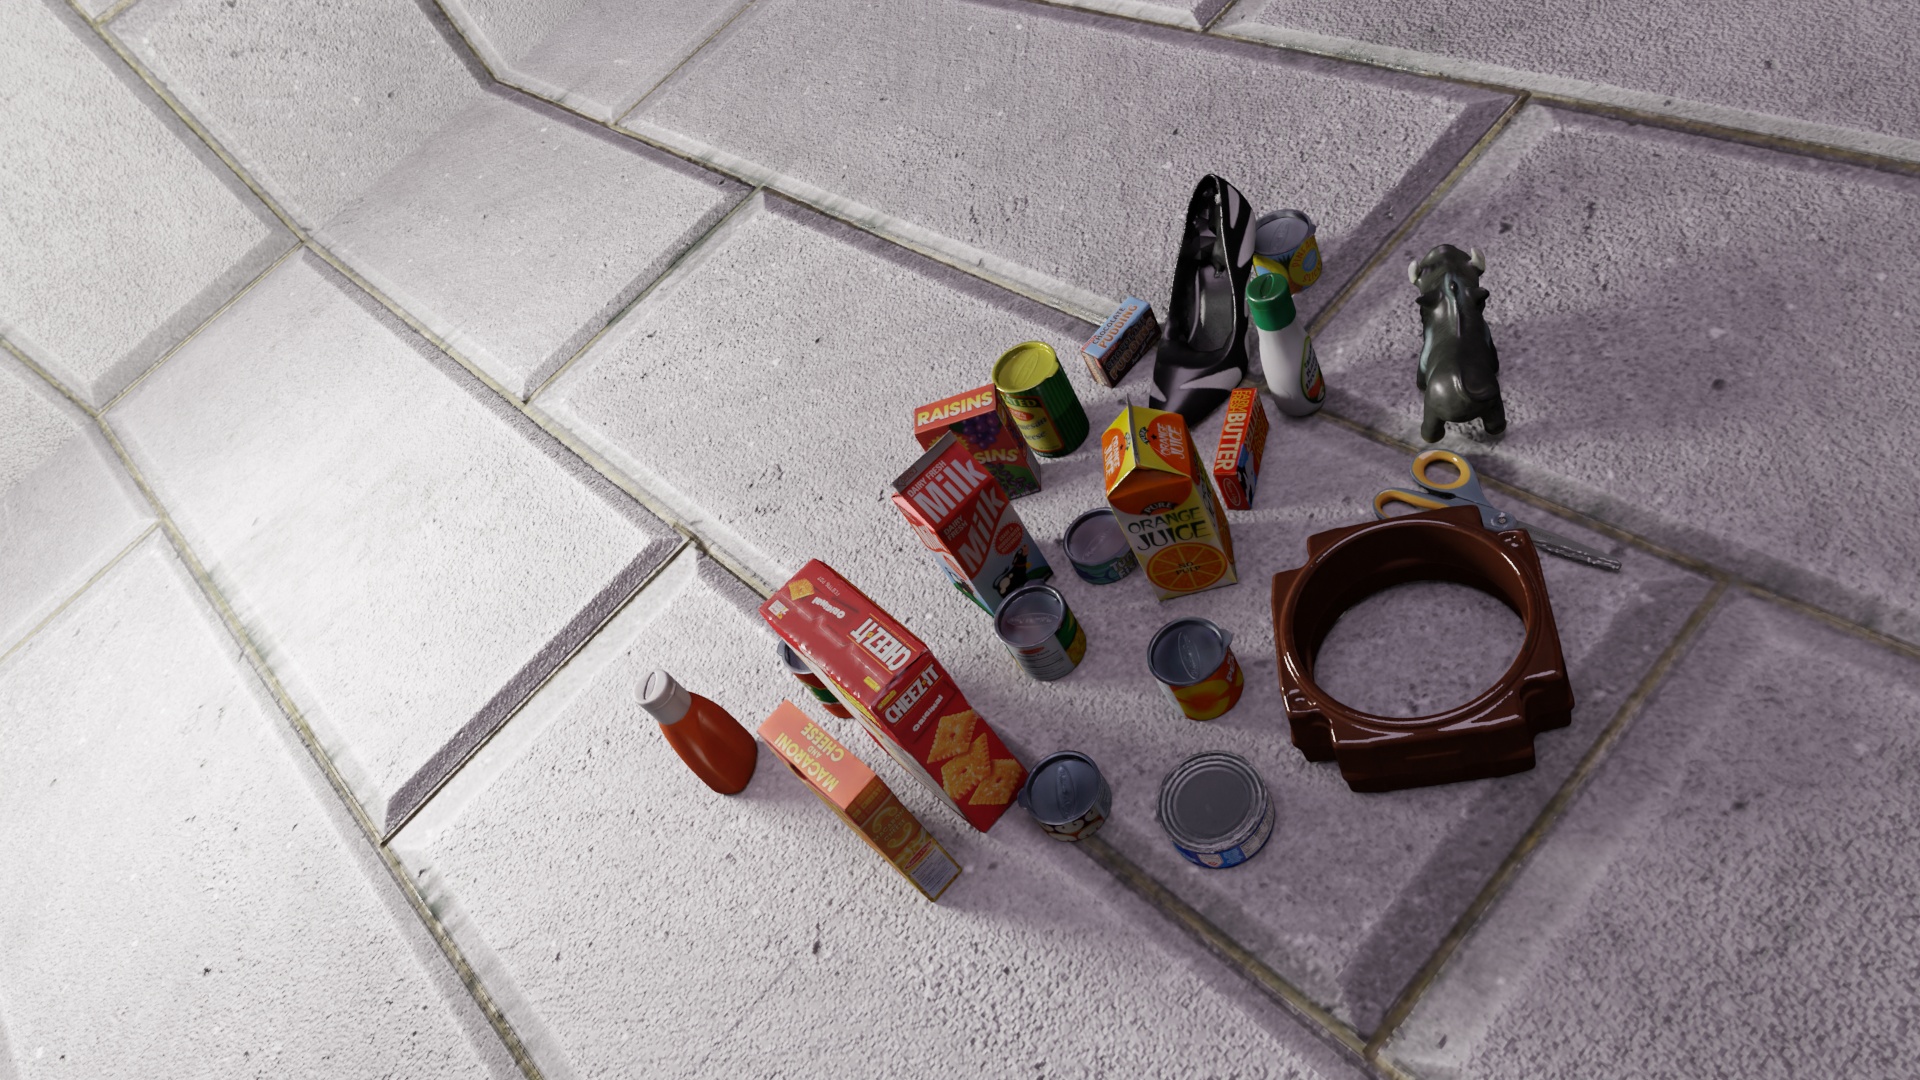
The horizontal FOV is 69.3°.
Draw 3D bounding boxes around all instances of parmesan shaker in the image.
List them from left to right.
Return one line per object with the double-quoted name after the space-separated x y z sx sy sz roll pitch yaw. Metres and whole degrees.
0.082 -0.136 1.358 0.071 0.102 0.072 -15 48 17 "parmesan shaker"

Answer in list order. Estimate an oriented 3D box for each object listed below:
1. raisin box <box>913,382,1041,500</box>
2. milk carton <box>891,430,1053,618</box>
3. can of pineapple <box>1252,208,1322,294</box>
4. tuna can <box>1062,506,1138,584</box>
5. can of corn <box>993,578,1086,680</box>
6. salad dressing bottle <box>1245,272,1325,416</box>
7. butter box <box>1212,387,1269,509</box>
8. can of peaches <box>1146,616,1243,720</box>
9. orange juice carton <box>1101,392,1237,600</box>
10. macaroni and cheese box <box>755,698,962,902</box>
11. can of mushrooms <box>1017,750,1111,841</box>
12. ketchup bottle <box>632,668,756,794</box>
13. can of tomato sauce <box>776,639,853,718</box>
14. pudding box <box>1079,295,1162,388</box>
0.018 -0.088 1.338 0.086 0.123 0.040 -16 48 17 "raisin box"
0.004 -0.016 1.237 0.072 0.189 0.073 -44 46 -10 "milk carton"
0.324 -0.287 1.385 0.071 0.057 0.071 -15 48 17 "can of pineapple"
0.131 0.006 1.262 0.071 0.032 0.071 -15 48 17 "tuna can"
0.071 0.079 1.215 0.071 0.058 0.071 -15 48 17 "can of corn"
0.291 -0.175 1.246 0.044 0.147 0.064 3 55 31 "salad dressing bottle"
0.254 -0.084 1.256 0.024 0.053 0.104 0 53 29 "butter box"
0.194 0.104 1.128 0.071 0.058 0.071 -15 48 17 "can of peaches"
0.171 -0.037 1.164 0.073 0.192 0.072 -15 48 18 "orange juice carton"
-0.080 0.210 1.111 0.040 0.166 0.124 -47 47 -13 "macaroni and cheese box"
0.084 0.206 1.118 0.071 0.033 0.071 -15 48 17 "can of mushrooms"
-0.237 0.168 1.244 0.043 0.148 0.065 -10 50 22 "ketchup bottle"
-0.117 0.115 1.269 0.071 0.082 0.071 -15 48 17 "can of tomato sauce"
0.163 -0.201 1.407 0.084 0.049 0.030 -47 47 -14 "pudding box"
